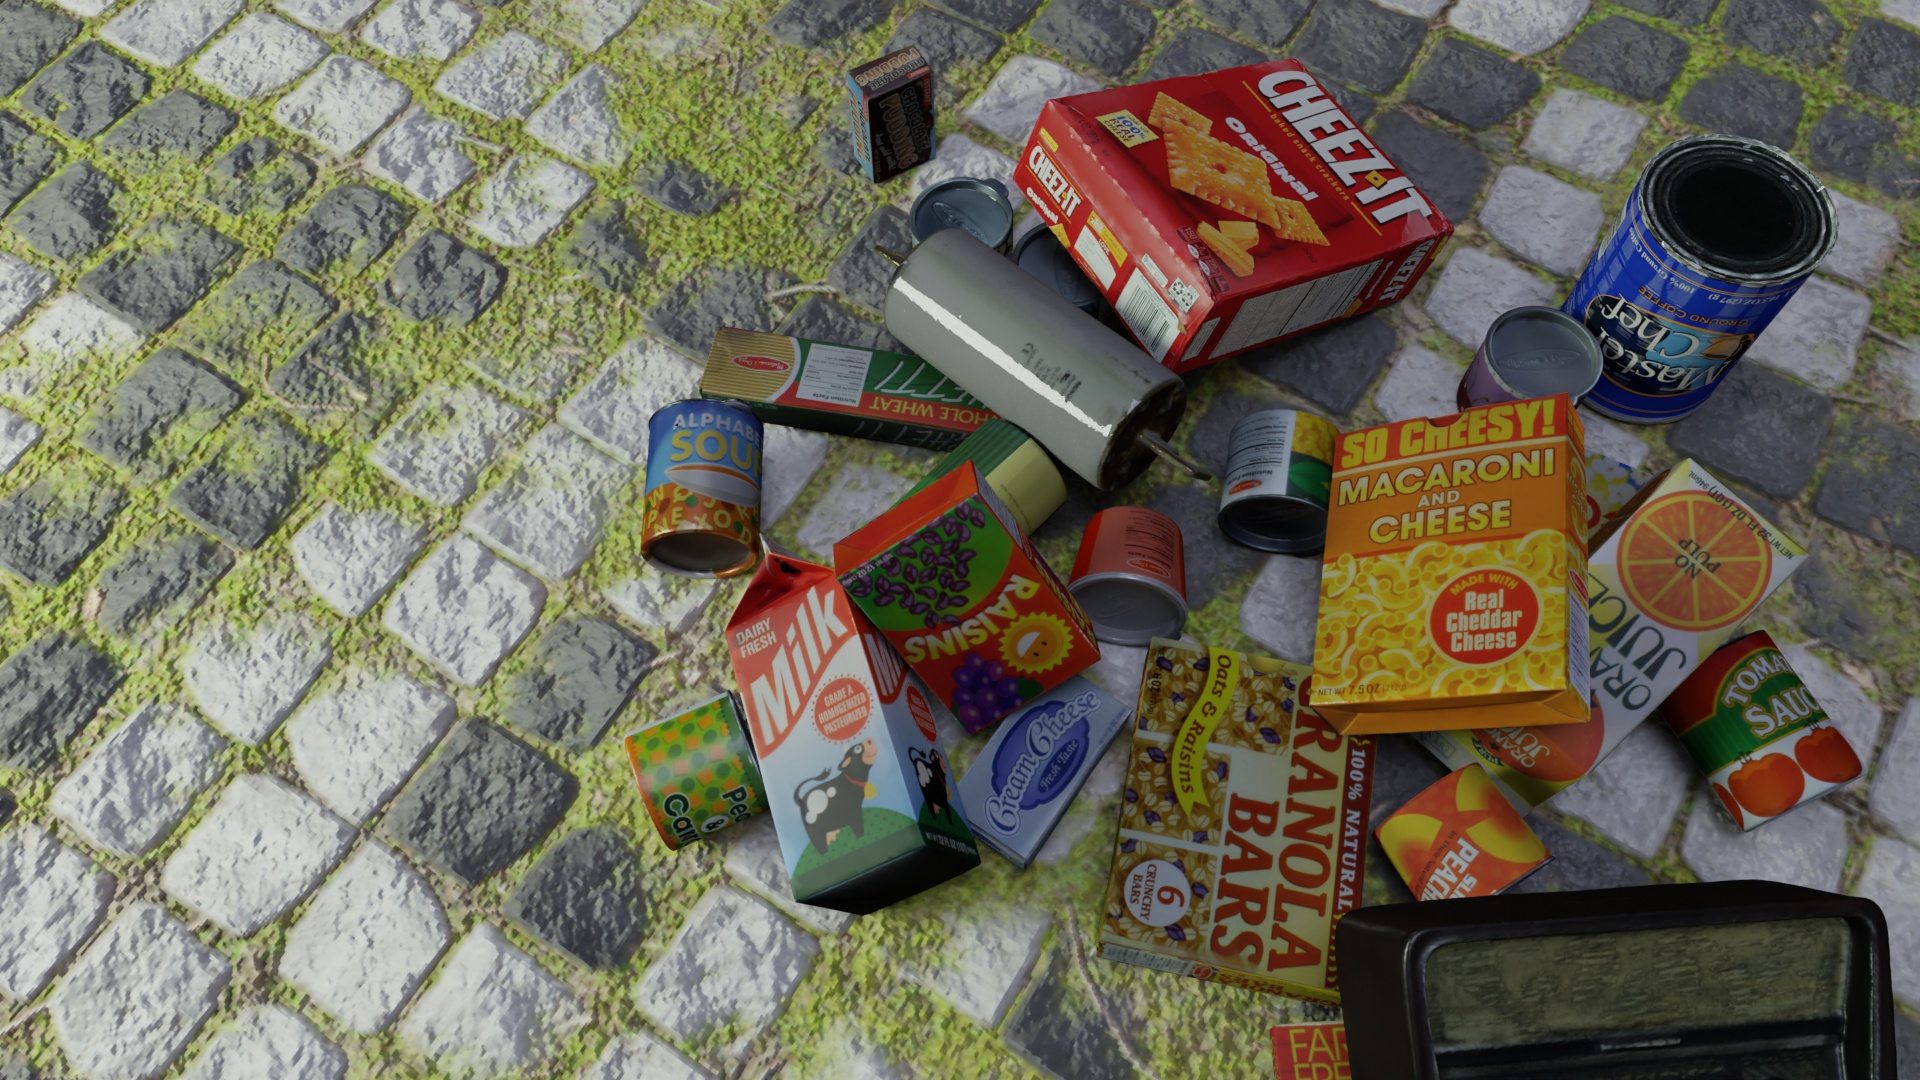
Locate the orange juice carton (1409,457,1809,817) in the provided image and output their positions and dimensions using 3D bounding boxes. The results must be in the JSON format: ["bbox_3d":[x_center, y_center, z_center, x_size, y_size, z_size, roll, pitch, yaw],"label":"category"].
[{"bbox_3d":[0.324,0.054,0.709,0.072,0.073,0.192,44,97,13],"label":"orange juice carton"}]

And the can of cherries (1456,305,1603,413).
[{"bbox_3d":[0.333,-0.092,0.816,0.071,0.058,0.072,0,63,0],"label":"can of cherries"}]

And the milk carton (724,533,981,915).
[{"bbox_3d":[-0.062,0.086,0.713,0.073,0.072,0.191,-27,61,13],"label":"milk carton"}]

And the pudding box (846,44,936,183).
[{"bbox_3d":[-0.044,-0.277,0.905,0.050,0.083,0.030,-27,69,-12],"label":"pudding box"}]

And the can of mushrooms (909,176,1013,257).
[{"bbox_3d":[0.003,-0.199,0.891,0.071,0.033,0.071,-1,63,2],"label":"can of mushrooms"}]

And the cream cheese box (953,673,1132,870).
[{"bbox_3d":[0.041,0.117,0.734,0.053,0.024,0.104,31,68,18],"label":"cream cheese box"}]

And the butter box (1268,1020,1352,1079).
[{"bbox_3d":[0.201,0.256,0.660,0.103,0.024,0.053,-3,62,0],"label":"butter box"}]

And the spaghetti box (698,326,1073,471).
[{"bbox_3d":[-0.030,-0.084,0.836,0.250,0.028,0.050,9,63,6],"label":"spaghetti box"}]

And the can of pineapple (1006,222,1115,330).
[{"bbox_3d":[0.062,-0.154,0.853,0.071,0.057,0.071,0,63,1],"label":"can of pineapple"}]

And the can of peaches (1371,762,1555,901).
[{"bbox_3d":[0.246,0.152,0.687,0.071,0.071,0.058,-28,65,-12],"label":"can of peaches"}]

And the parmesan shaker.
[{"bbox_3d":[0.003,-0.010,0.775,0.103,0.071,0.071,-43,70,-15],"label":"parmesan shaker"}]

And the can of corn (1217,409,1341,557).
[{"bbox_3d":[0.184,-0.032,0.786,0.071,0.071,0.058,10,63,6],"label":"can of corn"}]

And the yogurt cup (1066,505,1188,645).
[{"bbox_3d":[0.093,0.018,0.763,0.072,0.072,0.054,8,56,6],"label":"yogurt cup"}]

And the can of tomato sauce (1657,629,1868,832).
[{"bbox_3d":[0.407,0.097,0.711,0.071,0.071,0.083,-21,65,-9],"label":"can of tomato sauce"}]

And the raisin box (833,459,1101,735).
[{"bbox_3d":[0.004,0.032,0.713,0.086,0.123,0.040,-32,28,10],"label":"raisin box"}]

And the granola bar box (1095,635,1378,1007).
[{"bbox_3d":[0.144,0.140,0.712,0.124,0.039,0.166,11,64,6],"label":"granola bar box"}]

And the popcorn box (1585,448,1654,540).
[{"bbox_3d":[0.358,-0.001,0.779,0.127,0.038,0.085,25,68,13],"label":"popcorn box"}]

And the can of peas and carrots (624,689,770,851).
[{"bbox_3d":[-0.132,0.120,0.713,0.059,0.070,0.071,-22,65,-9],"label":"can of peas and carrots"}]

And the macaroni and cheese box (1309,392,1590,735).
[{"bbox_3d":[0.247,0.011,0.699,0.123,0.040,0.167,-10,54,36],"label":"macaroni and cheese box"}]

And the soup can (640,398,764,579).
[{"bbox_3d":[-0.144,-0.030,0.787,0.071,0.071,0.084,-3,64,0],"label":"soup can"}]
